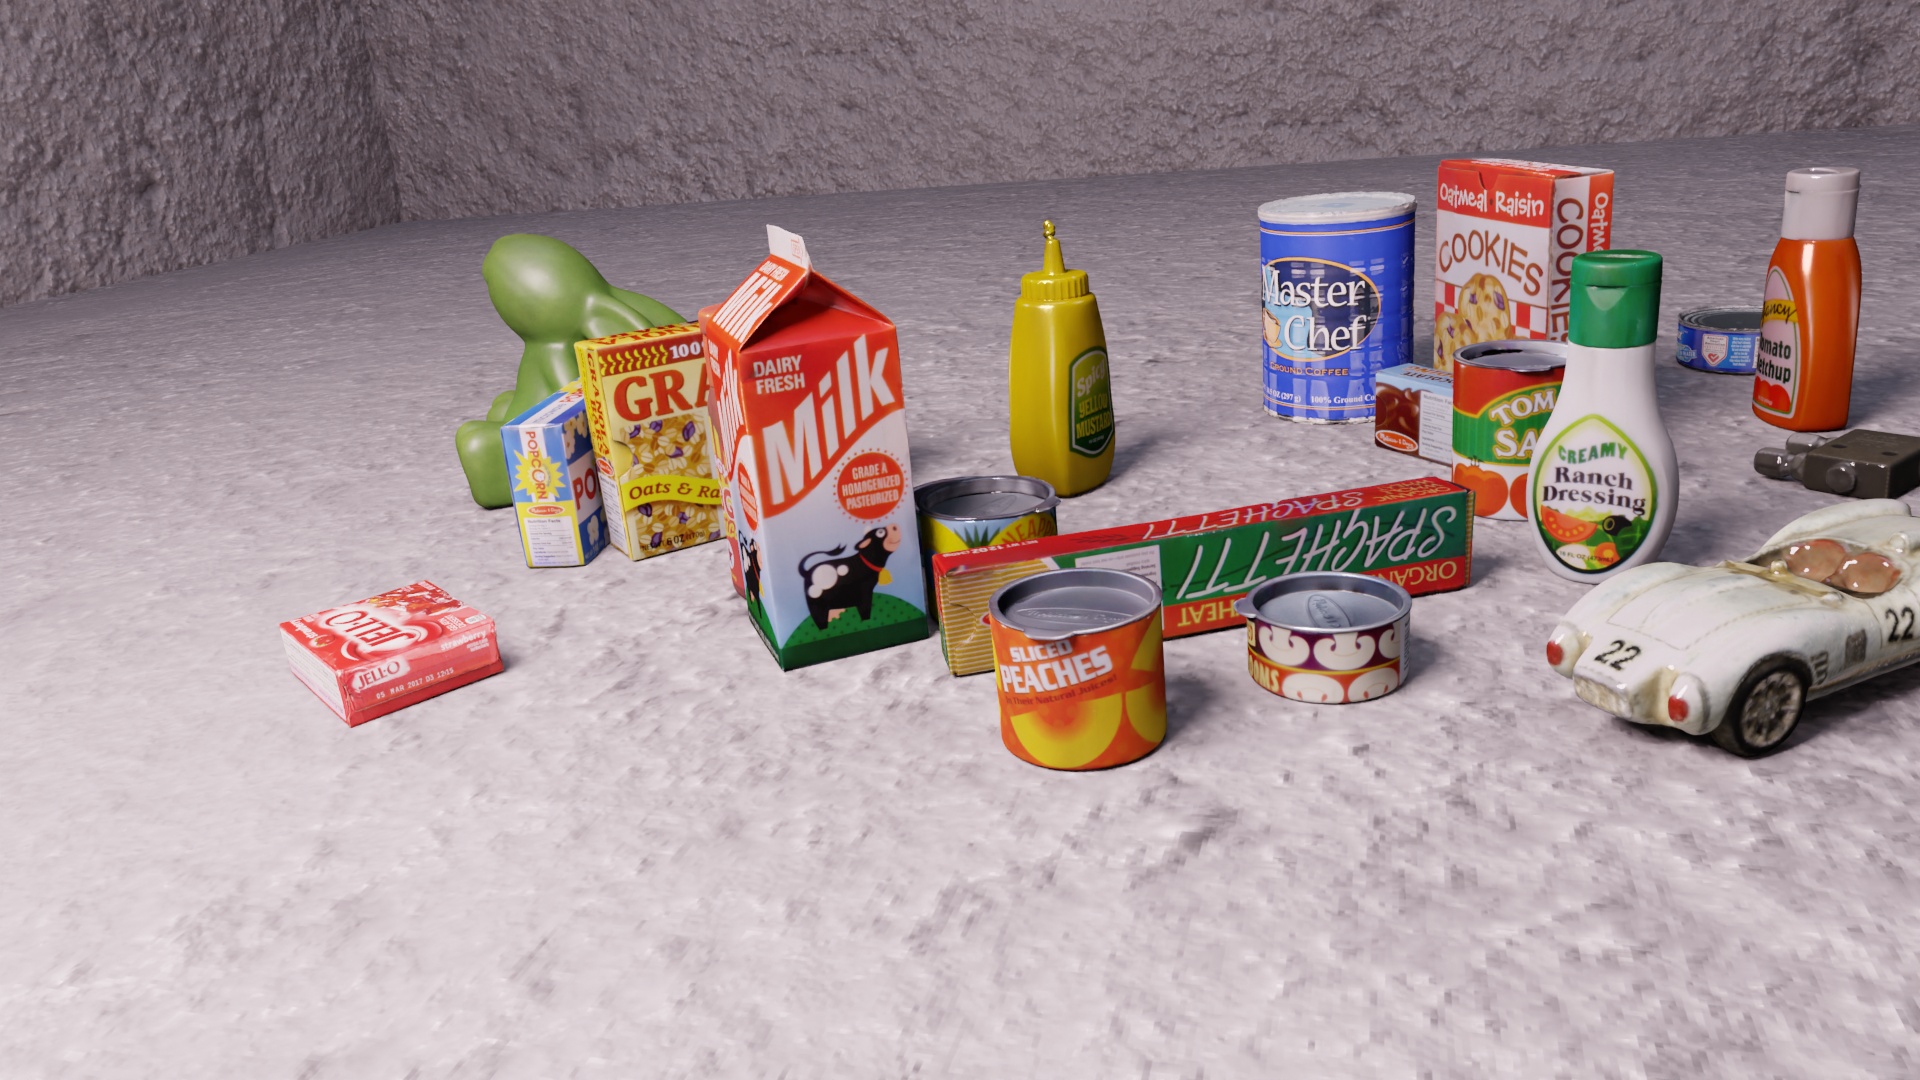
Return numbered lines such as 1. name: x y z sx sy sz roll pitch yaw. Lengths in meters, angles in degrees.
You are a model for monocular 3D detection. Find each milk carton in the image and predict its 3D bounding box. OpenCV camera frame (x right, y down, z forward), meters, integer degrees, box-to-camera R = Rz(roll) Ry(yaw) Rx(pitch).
1. milk carton: -0.068 -0.046 0.633 0.073 0.189 0.072 -12 20 -18

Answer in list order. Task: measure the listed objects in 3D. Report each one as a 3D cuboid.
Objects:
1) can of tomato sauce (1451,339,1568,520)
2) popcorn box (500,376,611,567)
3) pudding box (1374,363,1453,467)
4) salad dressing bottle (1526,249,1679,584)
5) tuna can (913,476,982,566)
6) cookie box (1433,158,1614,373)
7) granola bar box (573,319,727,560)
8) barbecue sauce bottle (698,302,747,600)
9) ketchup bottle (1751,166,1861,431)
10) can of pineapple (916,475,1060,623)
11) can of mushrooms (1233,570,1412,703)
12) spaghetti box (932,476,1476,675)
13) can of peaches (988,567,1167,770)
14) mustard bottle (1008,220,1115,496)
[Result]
1. can of tomato sauce: 0.295 -0.059 0.735 0.071 0.082 0.071 -5 19 2
2. popcorn box: -0.226 -0.045 0.831 0.038 0.085 0.127 -3 19 8
3. pudding box: 0.287 -0.075 0.832 0.030 0.049 0.084 -14 21 -24
4. salad dressing bottle: 0.292 -0.055 0.629 0.064 0.147 0.044 9 24 37
5. tuna can: 0.003 -0.009 0.749 0.071 0.032 0.071 -5 19 2
6. cookie box: 0.328 -0.138 0.824 0.040 0.166 0.123 -9 19 -9
7. granola bar box: -0.130 -0.069 0.816 0.166 0.123 0.039 -16 22 -28
8. barbecue sauce bottle: -0.104 -0.046 0.706 0.044 0.148 0.065 -11 20 -16
9. ketchup bottle: 0.501 -0.142 0.818 0.043 0.148 0.065 -4 19 4
10. can of pineapple: 0.016 0.006 0.665 0.071 0.057 0.071 -5 19 2
11. can of mushrooms: 0.149 0.039 0.572 0.071 0.033 0.071 -5 19 2
12. spaghetti box: 0.112 0.014 0.627 0.250 0.050 0.029 -9 19 -10
13. can of peaches: 0.045 0.049 0.534 0.071 0.058 0.071 -5 19 2
14. mustard bottle: 0.058 -0.108 0.822 0.049 0.159 0.065 10 24 37
